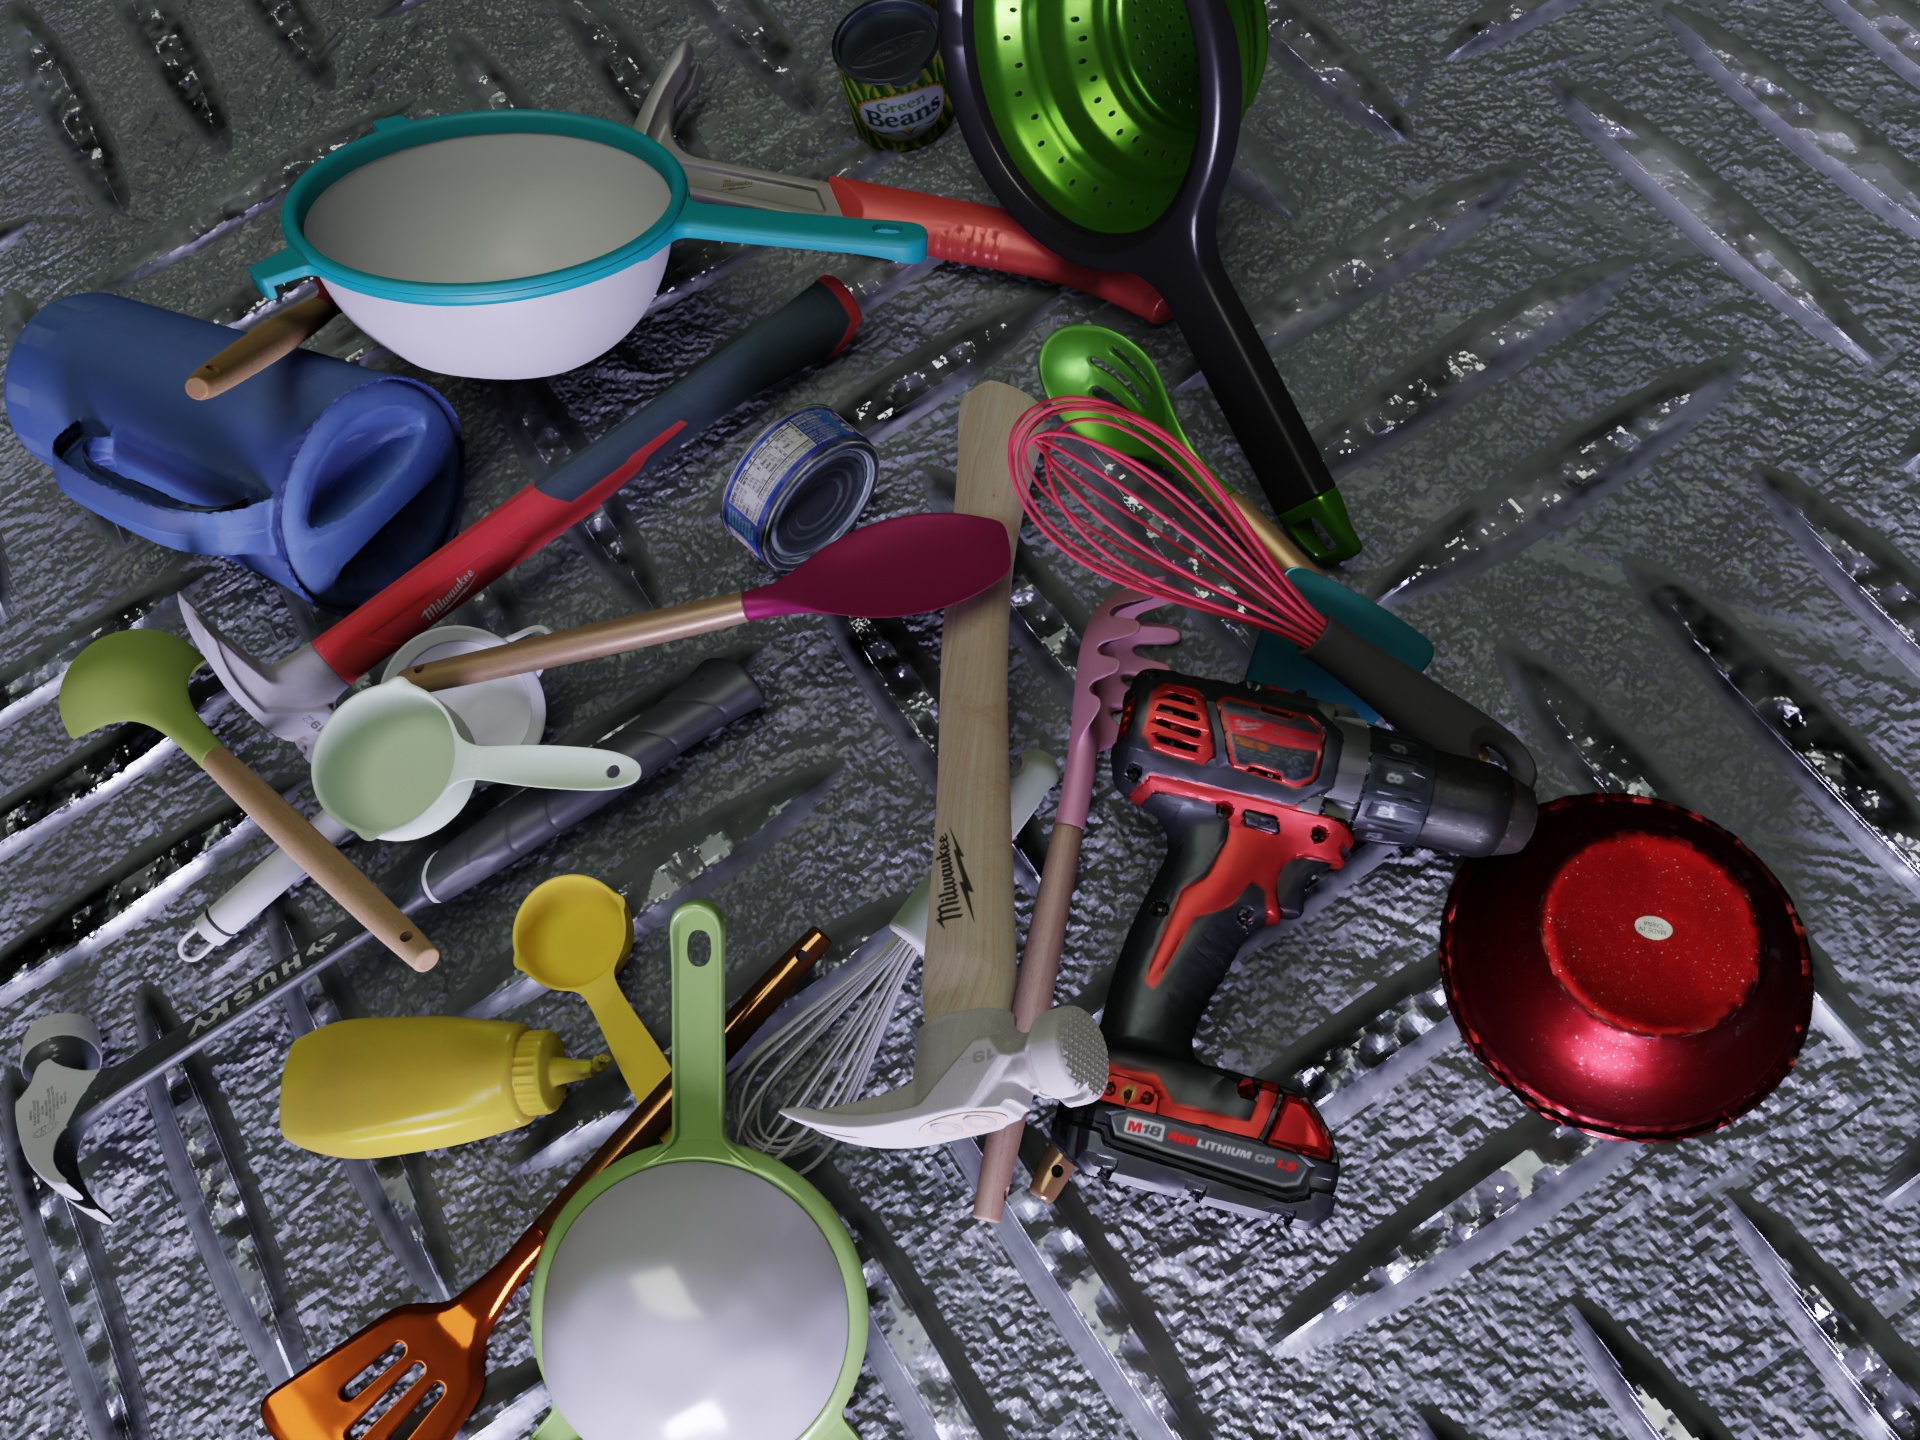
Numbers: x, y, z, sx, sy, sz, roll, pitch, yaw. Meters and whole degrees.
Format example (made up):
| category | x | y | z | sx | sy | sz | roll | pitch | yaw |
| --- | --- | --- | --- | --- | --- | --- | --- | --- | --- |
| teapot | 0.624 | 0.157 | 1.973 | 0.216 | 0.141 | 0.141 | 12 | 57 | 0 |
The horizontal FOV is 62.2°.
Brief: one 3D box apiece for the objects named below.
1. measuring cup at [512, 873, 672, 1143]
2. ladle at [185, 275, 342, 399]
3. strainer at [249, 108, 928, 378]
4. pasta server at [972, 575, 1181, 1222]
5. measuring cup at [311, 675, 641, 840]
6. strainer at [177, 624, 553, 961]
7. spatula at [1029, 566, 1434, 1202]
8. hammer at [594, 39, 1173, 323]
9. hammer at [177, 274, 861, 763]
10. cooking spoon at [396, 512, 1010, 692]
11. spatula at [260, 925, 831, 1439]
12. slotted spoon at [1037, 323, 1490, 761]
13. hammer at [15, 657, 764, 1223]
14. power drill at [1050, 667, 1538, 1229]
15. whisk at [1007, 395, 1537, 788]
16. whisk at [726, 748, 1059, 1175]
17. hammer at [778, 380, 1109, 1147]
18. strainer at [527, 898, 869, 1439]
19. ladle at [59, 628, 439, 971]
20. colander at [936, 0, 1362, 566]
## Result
| category | x | y | z | sx | sy | sz | roll | pitch | yaw |
| --- | --- | --- | --- | --- | --- | --- | --- | --- | --- |
| measuring cup | -0.164 | 0.147 | 0.778 | 0.062 | 0.029 | 0.156 | -32 | 78 | -3 |
| ladle | -0.349 | -0.214 | 0.850 | 0.069 | 0.316 | 0.031 | 21 | 112 | -13 |
| strainer | -0.188 | -0.243 | 0.872 | 0.340 | 0.095 | 0.211 | 5 | 44 | 2 |
| pasta server | 0.053 | 0.078 | 0.756 | 0.040 | 0.060 | 0.316 | 6 | 73 | 25 |
| measuring cup | -0.233 | 0.025 | 0.784 | 0.167 | 0.038 | 0.083 | 3 | 74 | 8 |
| strainer | -0.311 | 0.037 | 0.835 | 0.258 | 0.050 | 0.087 | -41 | 99 | -2 |
| spatula | 0.114 | 0.080 | 0.743 | 0.082 | 0.044 | 0.317 | 30 | 77 | 1 |
| hammer | -0.031 | -0.298 | 0.922 | 0.359 | 0.036 | 0.149 | 15 | 77 | 15 |
| hammer | -0.215 | -0.128 | 0.842 | 0.386 | 0.143 | 0.038 | -39 | 63 | -12 |
| cooking spoon | -0.130 | -0.051 | 0.789 | 0.319 | 0.017 | 0.069 | -12 | 50 | 7 |
| spatula | -0.174 | 0.217 | 0.730 | 0.081 | 0.041 | 0.322 | 42 | 83 | 8 |
| slotted spoon | 0.152 | -0.092 | 0.808 | 0.031 | 0.070 | 0.314 | -28 | 69 | -34 |
| hammer | -0.275 | 0.090 | 0.787 | 0.409 | 0.036 | 0.149 | -34 | 35 | -10 |
| power drill | 0.143 | 0.099 | 0.692 | 0.188 | 0.080 | 0.227 | 14 | 77 | 2 |
| whisk | 0.145 | -0.050 | 0.723 | 0.295 | 0.073 | 0.073 | 34 | 75 | -9 |
| whisk | -0.028 | 0.111 | 0.758 | 0.059 | 0.058 | 0.246 | 42 | 74 | -13 |
| hammer | -0.001 | -0.002 | 0.758 | 0.146 | 0.038 | 0.411 | -21 | 49 | 30 |
| strainer | -0.117 | 0.206 | 0.671 | 0.151 | 0.069 | 0.256 | 0 | 89 | 5 |
| ladle | -0.357 | 0.041 | 0.802 | 0.320 | 0.062 | 0.078 | 33 | 56 | 29 |
| colander | 0.125 | -0.270 | 0.810 | 0.094 | 0.204 | 0.397 | -30 | 94 | -28 |
